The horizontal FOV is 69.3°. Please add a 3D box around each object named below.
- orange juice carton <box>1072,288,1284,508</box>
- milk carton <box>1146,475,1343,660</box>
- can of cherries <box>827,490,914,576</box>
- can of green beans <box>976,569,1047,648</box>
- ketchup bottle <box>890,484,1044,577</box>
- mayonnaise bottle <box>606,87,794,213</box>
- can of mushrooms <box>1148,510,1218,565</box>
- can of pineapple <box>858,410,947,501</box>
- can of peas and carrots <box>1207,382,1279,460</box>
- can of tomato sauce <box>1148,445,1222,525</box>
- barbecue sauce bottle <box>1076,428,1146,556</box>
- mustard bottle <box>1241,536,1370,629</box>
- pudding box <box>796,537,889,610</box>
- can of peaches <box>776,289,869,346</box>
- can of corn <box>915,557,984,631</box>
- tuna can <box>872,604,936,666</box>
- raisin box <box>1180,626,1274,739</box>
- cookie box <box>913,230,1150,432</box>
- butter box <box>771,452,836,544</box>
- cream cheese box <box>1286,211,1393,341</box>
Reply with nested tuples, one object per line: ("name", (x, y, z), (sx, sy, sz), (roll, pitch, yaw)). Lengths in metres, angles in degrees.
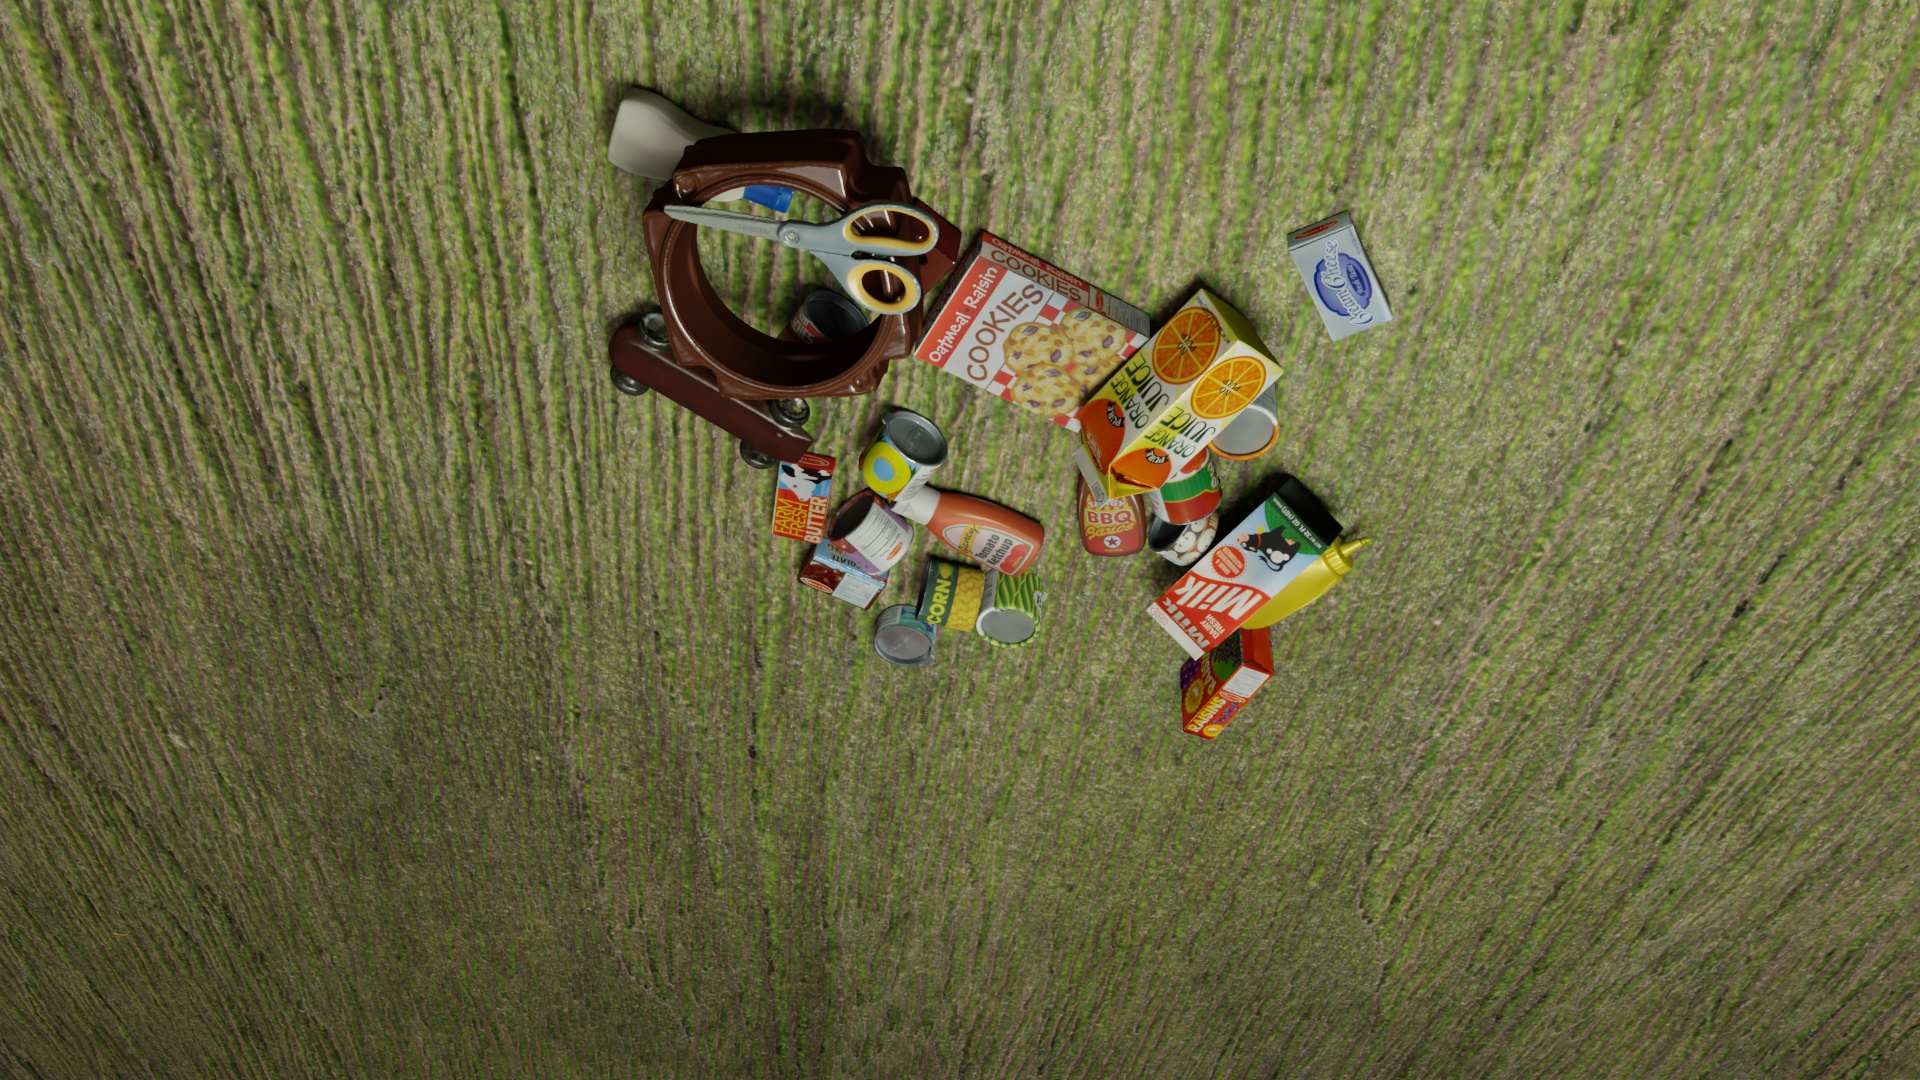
("orange juice carton", (0.172, -0.114, 1.185), (0.073, 0.072, 0.192), (21, 123, -42))
("milk carton", (0.263, 0.032, 1.316), (0.072, 0.074, 0.189), (47, 118, 7))
("can of cherries", (-0.090, -0.008, 1.372), (0.071, 0.072, 0.058), (-29, 123, 31))
("can of green beans", (0.051, 0.069, 1.430), (0.071, 0.058, 0.071), (4, 134, 4))
("ketchup bottle", (0.005, -0.017, 1.364), (0.149, 0.044, 0.064), (24, 132, -14))
("mayonnaise bottle", (-0.204, -0.307, 1.116), (0.148, 0.041, 0.064), (20, 129, -12))
("can of mushrooms", (0.214, -0.013, 1.323), (0.033, 0.071, 0.070), (30, 130, -20))
("can of pineapple", (-0.055, -0.080, 1.297), (0.071, 0.071, 0.057), (27, 132, -17))
("can of peas and carrots", (0.246, -0.111, 1.227), (0.071, 0.059, 0.070), (4, 134, 5))
("can of tomato sauce", (0.200, -0.067, 1.272), (0.071, 0.071, 0.082), (-10, 131, 17))
("barbecue sauce bottle", (0.139, -0.051, 1.312), (0.065, 0.044, 0.147), (-2, 133, 12))
("mustard bottle", (0.332, 0.032, 1.360), (0.159, 0.049, 0.065), (-30, 119, 31))
("pudding box", (-0.121, 0.034, 1.440), (0.084, 0.030, 0.049), (24, 134, -14))
("can of peaches", (-0.123, -0.175, 1.211), (0.071, 0.071, 0.057), (29, 132, -19))
("can of corn", (-0.011, 0.057, 1.418), (0.058, 0.071, 0.070), (13, 134, -6))
("tuna can", (-0.057, 0.103, 1.496), (0.071, 0.033, 0.070), (4, 134, 4))
("raisin box", (0.275, 0.138, 1.445), (0.040, 0.086, 0.122), (19, 133, -13))
("cookie box", (0.061, -0.178, 1.203), (0.167, 0.040, 0.122), (23, 132, -16))
("butter box", (-0.156, -0.043, 1.375), (0.053, 0.024, 0.103), (12, 134, -3))
("cream cheese box", (0.313, -0.215, 1.141), (0.053, 0.024, 0.103), (-19, 128, 25))
